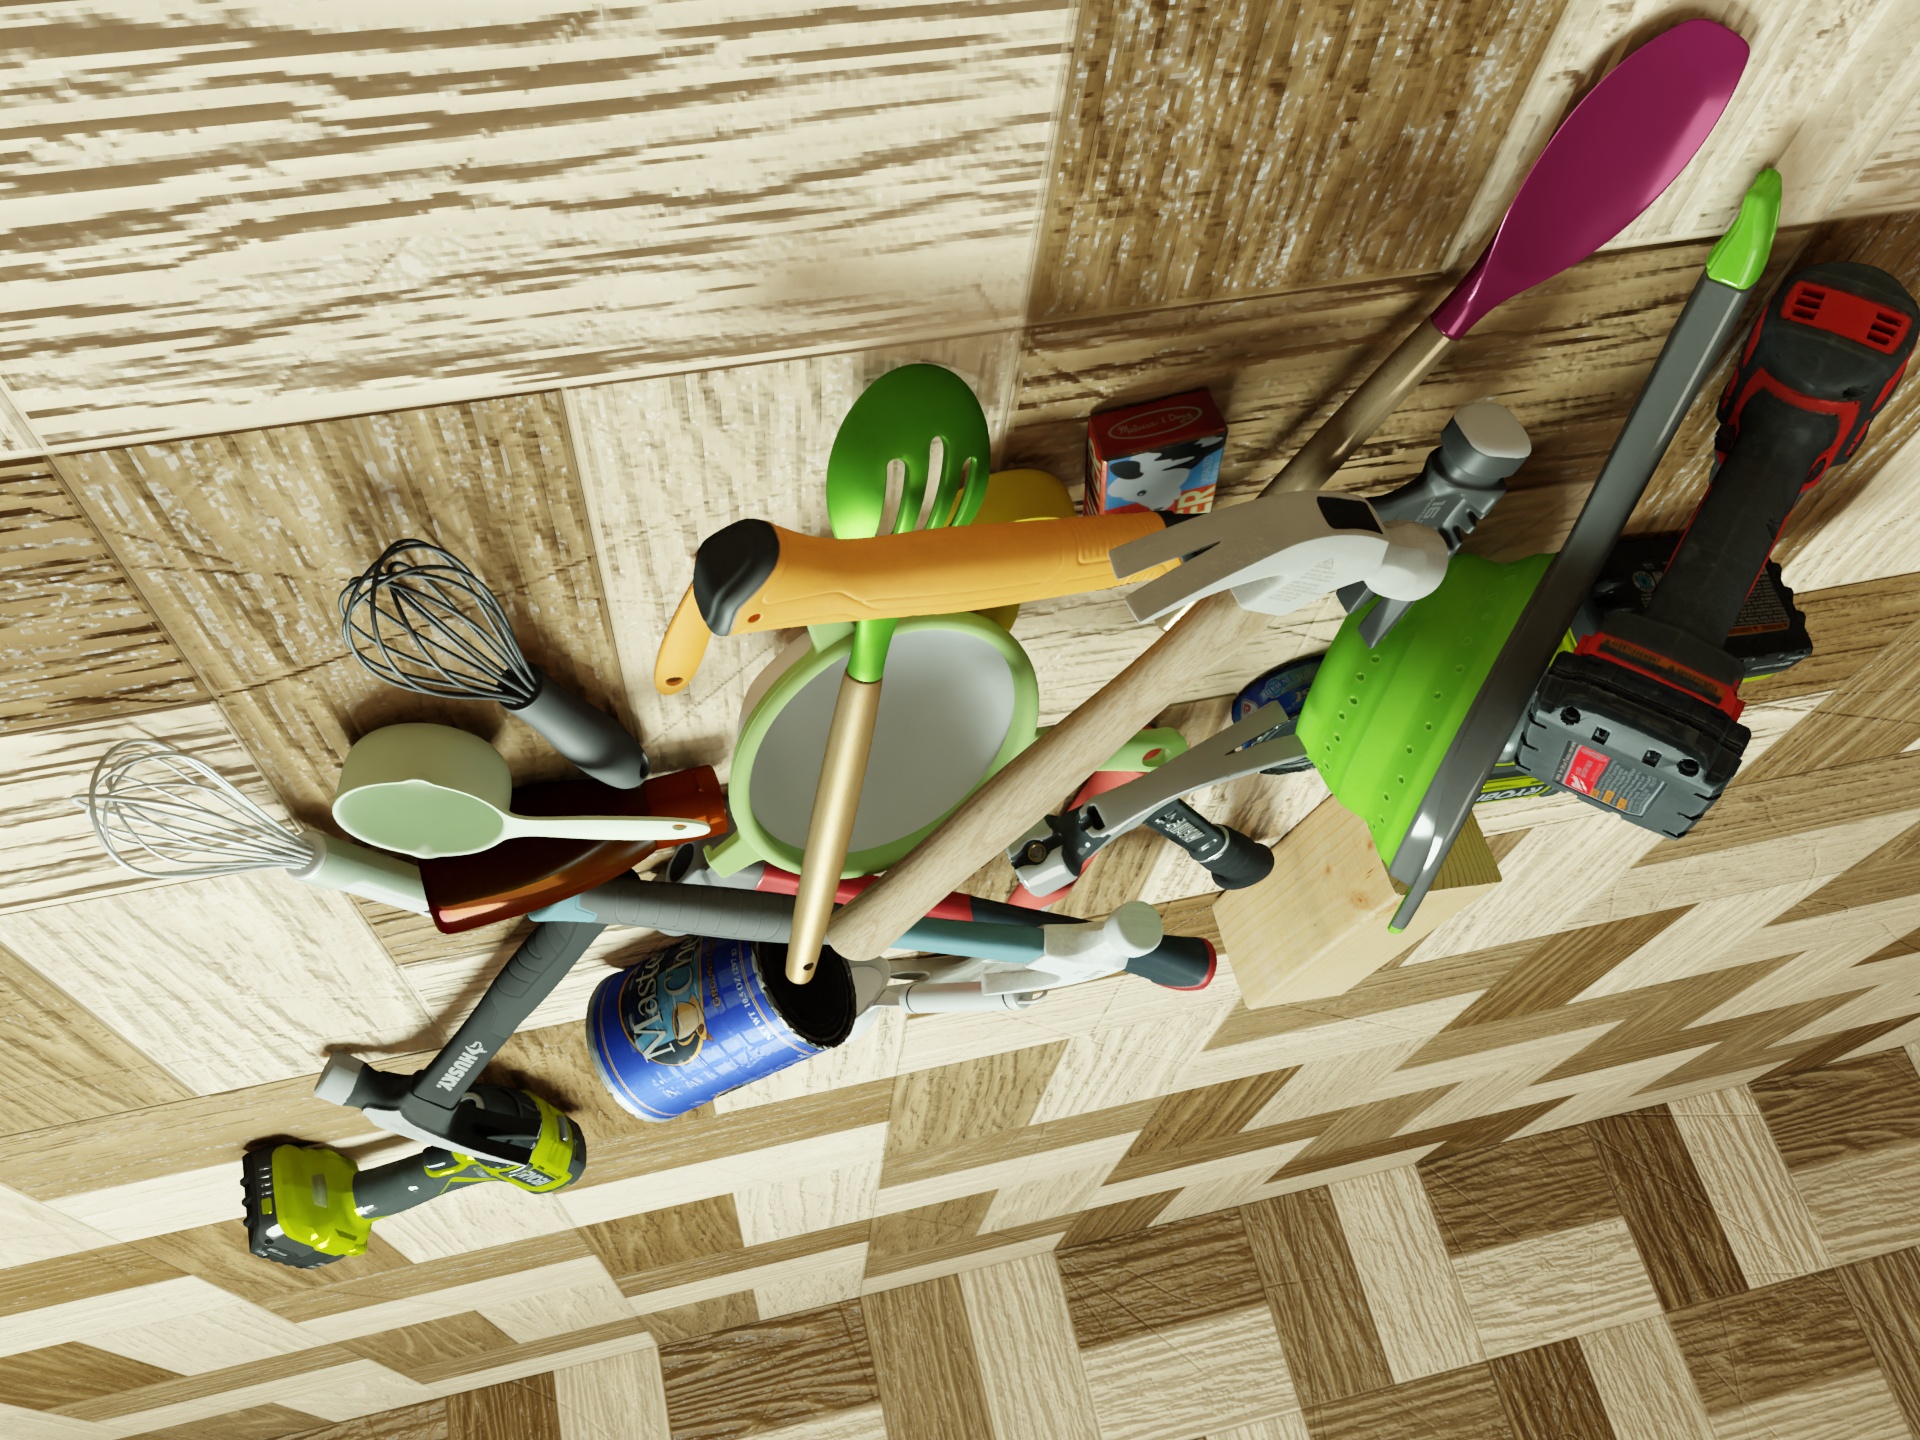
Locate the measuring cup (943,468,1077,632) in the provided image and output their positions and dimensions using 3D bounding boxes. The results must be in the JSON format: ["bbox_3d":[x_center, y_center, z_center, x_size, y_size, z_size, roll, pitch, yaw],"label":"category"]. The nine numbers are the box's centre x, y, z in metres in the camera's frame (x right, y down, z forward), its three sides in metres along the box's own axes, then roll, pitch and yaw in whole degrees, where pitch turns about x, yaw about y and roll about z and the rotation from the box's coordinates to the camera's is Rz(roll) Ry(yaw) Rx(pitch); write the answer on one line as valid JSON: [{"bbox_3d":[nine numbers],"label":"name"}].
[{"bbox_3d":[0.016,-0.069,0.707,0.062,0.029,0.156,-11,165,-8],"label":"measuring cup"}]

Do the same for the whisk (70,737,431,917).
[{"bbox_3d":[-0.317,0.063,0.755,0.058,0.059,0.246,-9,161,15],"label":"whisk"}]

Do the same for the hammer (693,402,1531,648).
[{"bbox_3d":[0.060,-0.062,0.617,0.336,0.034,0.127,-8,148,-25],"label":"hammer"}]

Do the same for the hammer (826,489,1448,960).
[{"bbox_3d":[0.043,0.015,0.669,0.130,0.031,0.331,6,143,-42],"label":"hammer"}]

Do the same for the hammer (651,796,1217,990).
[{"bbox_3d":[0.014,0.114,0.970,0.386,0.038,0.143,15,142,-30],"label":"hammer"}]

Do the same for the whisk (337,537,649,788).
[{"bbox_3d":[-0.187,-0.011,0.679,0.055,0.055,0.238,-19,157,7],"label":"whisk"}]

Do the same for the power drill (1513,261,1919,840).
[{"bbox_3d":[0.331,-0.066,0.701,0.227,0.080,0.187,-61,160,-6],"label":"power drill"}]

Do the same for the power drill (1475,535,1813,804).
[{"bbox_3d":[0.377,-0.018,0.936,0.171,0.080,0.223,-6,156,-18],"label":"power drill"}]

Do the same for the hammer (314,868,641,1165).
[{"bbox_3d":[-0.278,0.181,0.980,0.146,0.035,0.334,29,131,-19],"label":"hammer"}]

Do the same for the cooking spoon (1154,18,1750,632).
[{"bbox_3d":[0.173,-0.137,0.626,0.068,0.017,0.318,4,142,-35],"label":"cooking spoon"}]

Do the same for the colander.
[{"bbox_3d":[0.242,-0.073,0.734,0.204,0.094,0.396,-45,156,-42],"label":"colander"}]

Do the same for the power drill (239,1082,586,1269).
[{"bbox_3d":[-0.417,0.338,1.209,0.228,0.080,0.190,-17,154,-2],"label":"power drill"}]

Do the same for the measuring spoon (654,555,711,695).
[{"bbox_3d":[-0.117,-0.039,0.697,0.021,0.011,0.117,-2,151,-24],"label":"measuring spoon"}]

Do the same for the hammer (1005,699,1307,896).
[{"bbox_3d":[0.147,0.067,0.936,0.149,0.036,0.408,-29,163,11],"label":"hammer"}]

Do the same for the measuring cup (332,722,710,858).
[{"bbox_3d":[-0.200,0.033,0.736,0.167,0.038,0.083,4,150,-13],"label":"measuring cup"}]

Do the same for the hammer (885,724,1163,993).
[{"bbox_3d":[0.051,0.103,1.039,0.149,0.037,0.358,-6,153,-19],"label":"hammer"}]

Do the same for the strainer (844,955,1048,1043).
[{"bbox_3d":[-0.036,0.187,1.054,0.258,0.050,0.087,-13,-153,46],"label":"strainer"}]

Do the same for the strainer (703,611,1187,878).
[{"bbox_3d":[-0.001,-0.002,0.761,0.256,0.069,0.151,2,126,-36],"label":"strainer"}]

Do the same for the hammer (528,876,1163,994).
[{"bbox_3d":[-0.065,0.111,0.869,0.331,0.033,0.128,9,156,-18],"label":"hammer"}]

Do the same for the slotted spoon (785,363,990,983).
[{"bbox_3d":[-0.042,0.000,0.665,0.070,0.031,0.313,-9,133,-29],"label":"slotted spoon"}]
